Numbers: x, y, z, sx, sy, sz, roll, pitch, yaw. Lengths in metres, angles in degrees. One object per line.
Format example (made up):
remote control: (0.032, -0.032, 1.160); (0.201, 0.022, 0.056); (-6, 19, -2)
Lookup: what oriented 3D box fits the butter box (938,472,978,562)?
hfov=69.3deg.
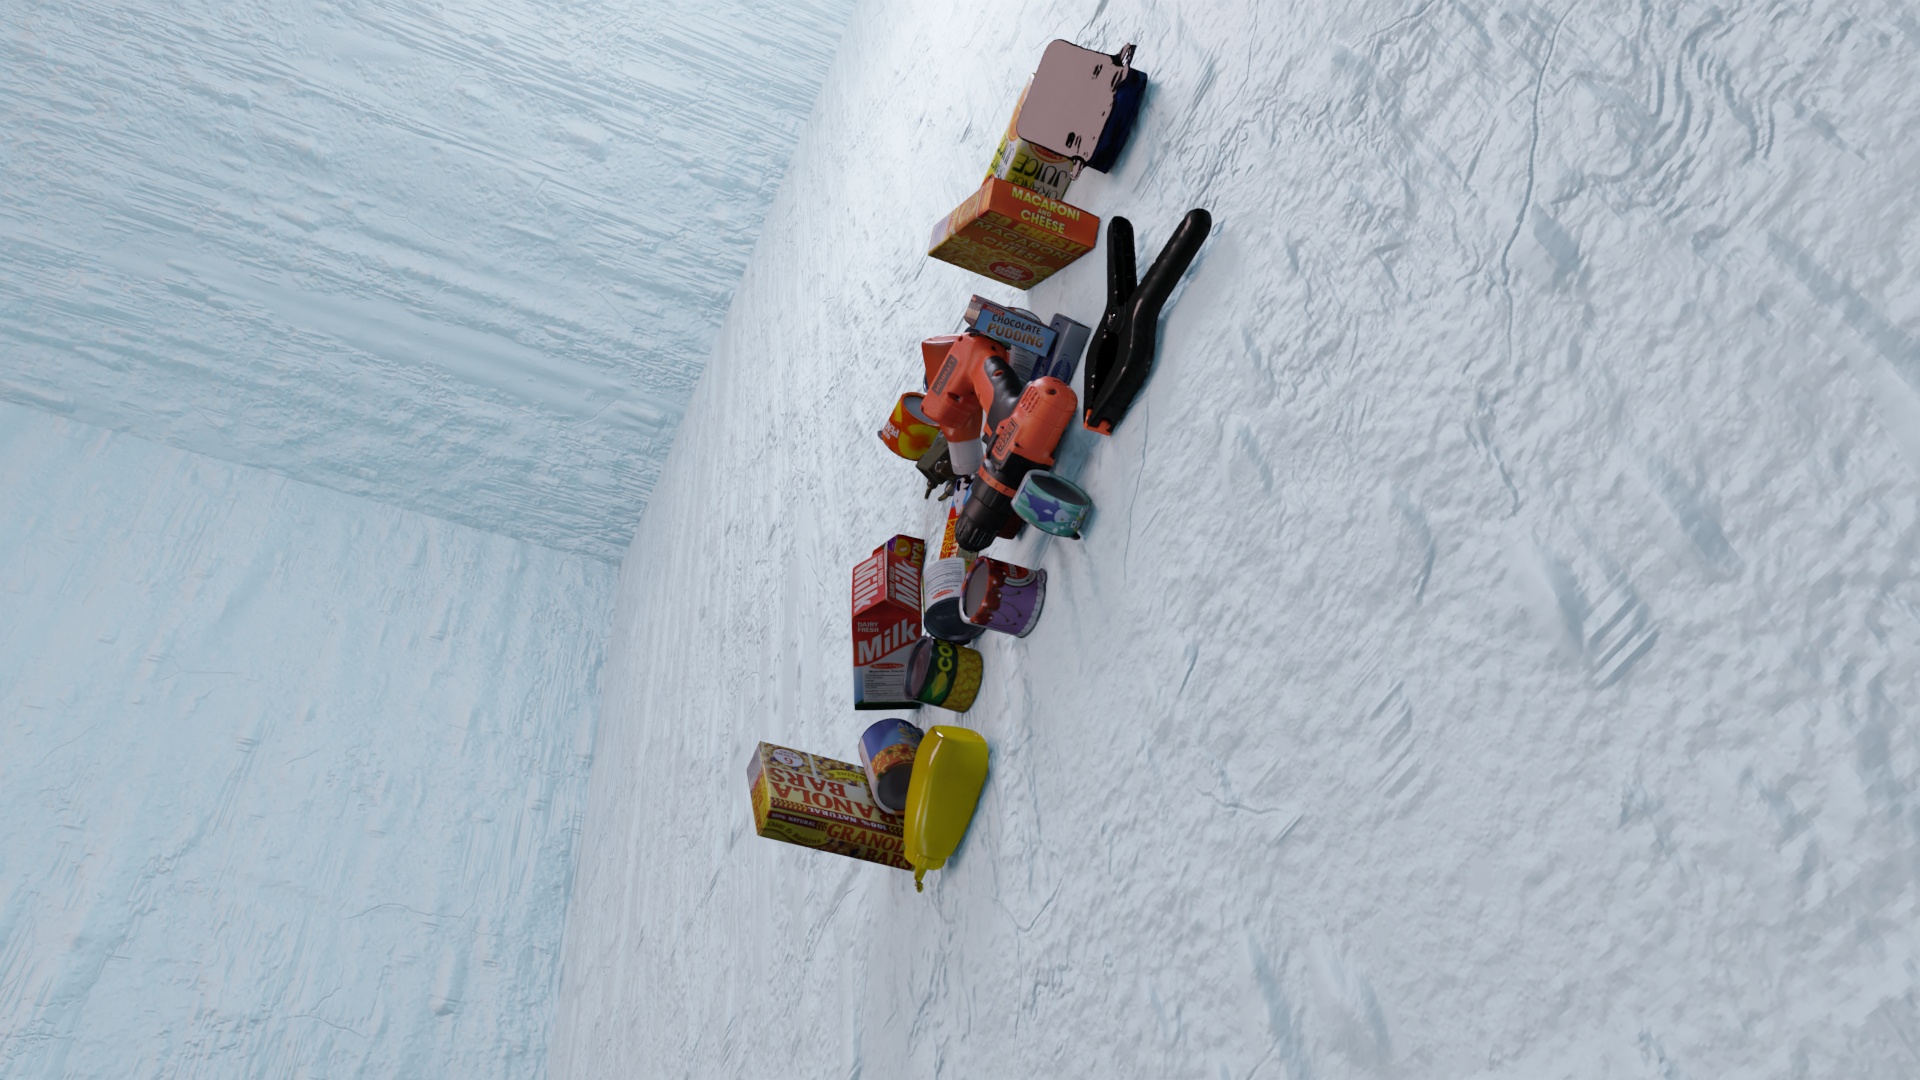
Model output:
butter box: (0.005, -0.019, 1.489); (0.053, 0.024, 0.103); (-14, 61, 66)

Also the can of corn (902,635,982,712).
can of corn: (-0.017, 0.131, 1.376); (0.070, 0.058, 0.071); (-52, 28, 44)

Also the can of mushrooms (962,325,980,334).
can of mushrooms: (0.027, -0.203, 1.525); (0.033, 0.071, 0.071); (125, 153, -44)

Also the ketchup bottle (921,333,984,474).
ketchup bottle: (-0.003, -0.146, 1.494); (0.064, 0.044, 0.148); (8, 114, 46)

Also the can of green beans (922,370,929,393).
can of green beans: (-0.004, -0.193, 1.605); (0.071, 0.058, 0.071); (-52, 28, 44)

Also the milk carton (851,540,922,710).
milk carton: (-0.077, 0.090, 1.447); (0.073, 0.073, 0.189); (-94, 5, -45)

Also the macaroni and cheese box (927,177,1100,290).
macaroni and cheese box: (0.053, -0.321, 1.464); (0.166, 0.124, 0.040); (166, 118, -67)

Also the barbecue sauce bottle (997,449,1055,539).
barbecue sauce bottle: (0.062, -0.077, 1.359); (0.148, 0.044, 0.065); (-64, 27, 22)

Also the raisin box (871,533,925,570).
raisin box: (-0.081, 0.063, 1.630); (0.086, 0.040, 0.124); (146, 135, -61)

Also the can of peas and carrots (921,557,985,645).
can of peas and carrots: (-0.005, 0.061, 1.396); (0.070, 0.071, 0.059); (-57, 25, 37)

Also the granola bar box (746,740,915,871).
granola bar box: (-0.127, 0.266, 1.399); (0.039, 0.165, 0.124); (-66, 21, 16)

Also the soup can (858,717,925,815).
soup can: (-0.062, 0.228, 1.410); (0.071, 0.071, 0.084); (-67, 22, 16)

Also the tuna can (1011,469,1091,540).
tuna can: (0.084, -0.032, 1.239); (0.032, 0.071, 0.071); (-64, 22, 22)

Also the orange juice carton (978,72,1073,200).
orange juice carton: (0.078, -0.411, 1.547); (0.072, 0.073, 0.191); (-107, 39, -57)

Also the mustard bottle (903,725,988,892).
mustard bottle: (-0.022, 0.252, 1.288); (0.049, 0.065, 0.160); (37, 113, 64)

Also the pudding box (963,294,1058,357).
pudding box: (0.049, -0.211, 1.371); (0.030, 0.084, 0.050); (-66, 20, 12)

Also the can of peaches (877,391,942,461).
can of peaches: (-0.057, -0.139, 1.684); (0.057, 0.071, 0.071); (-58, 25, 34)

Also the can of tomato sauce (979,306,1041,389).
can of tomato sauce: (0.049, -0.191, 1.452); (0.071, 0.071, 0.083); (140, 141, -57)

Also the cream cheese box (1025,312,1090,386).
cream cheese box: (0.093, -0.172, 1.384); (0.103, 0.024, 0.053); (-68, 21, 13)

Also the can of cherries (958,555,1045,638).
can of cherries: (0.039, 0.050, 1.296); (0.071, 0.058, 0.071); (-162, 89, -70)
